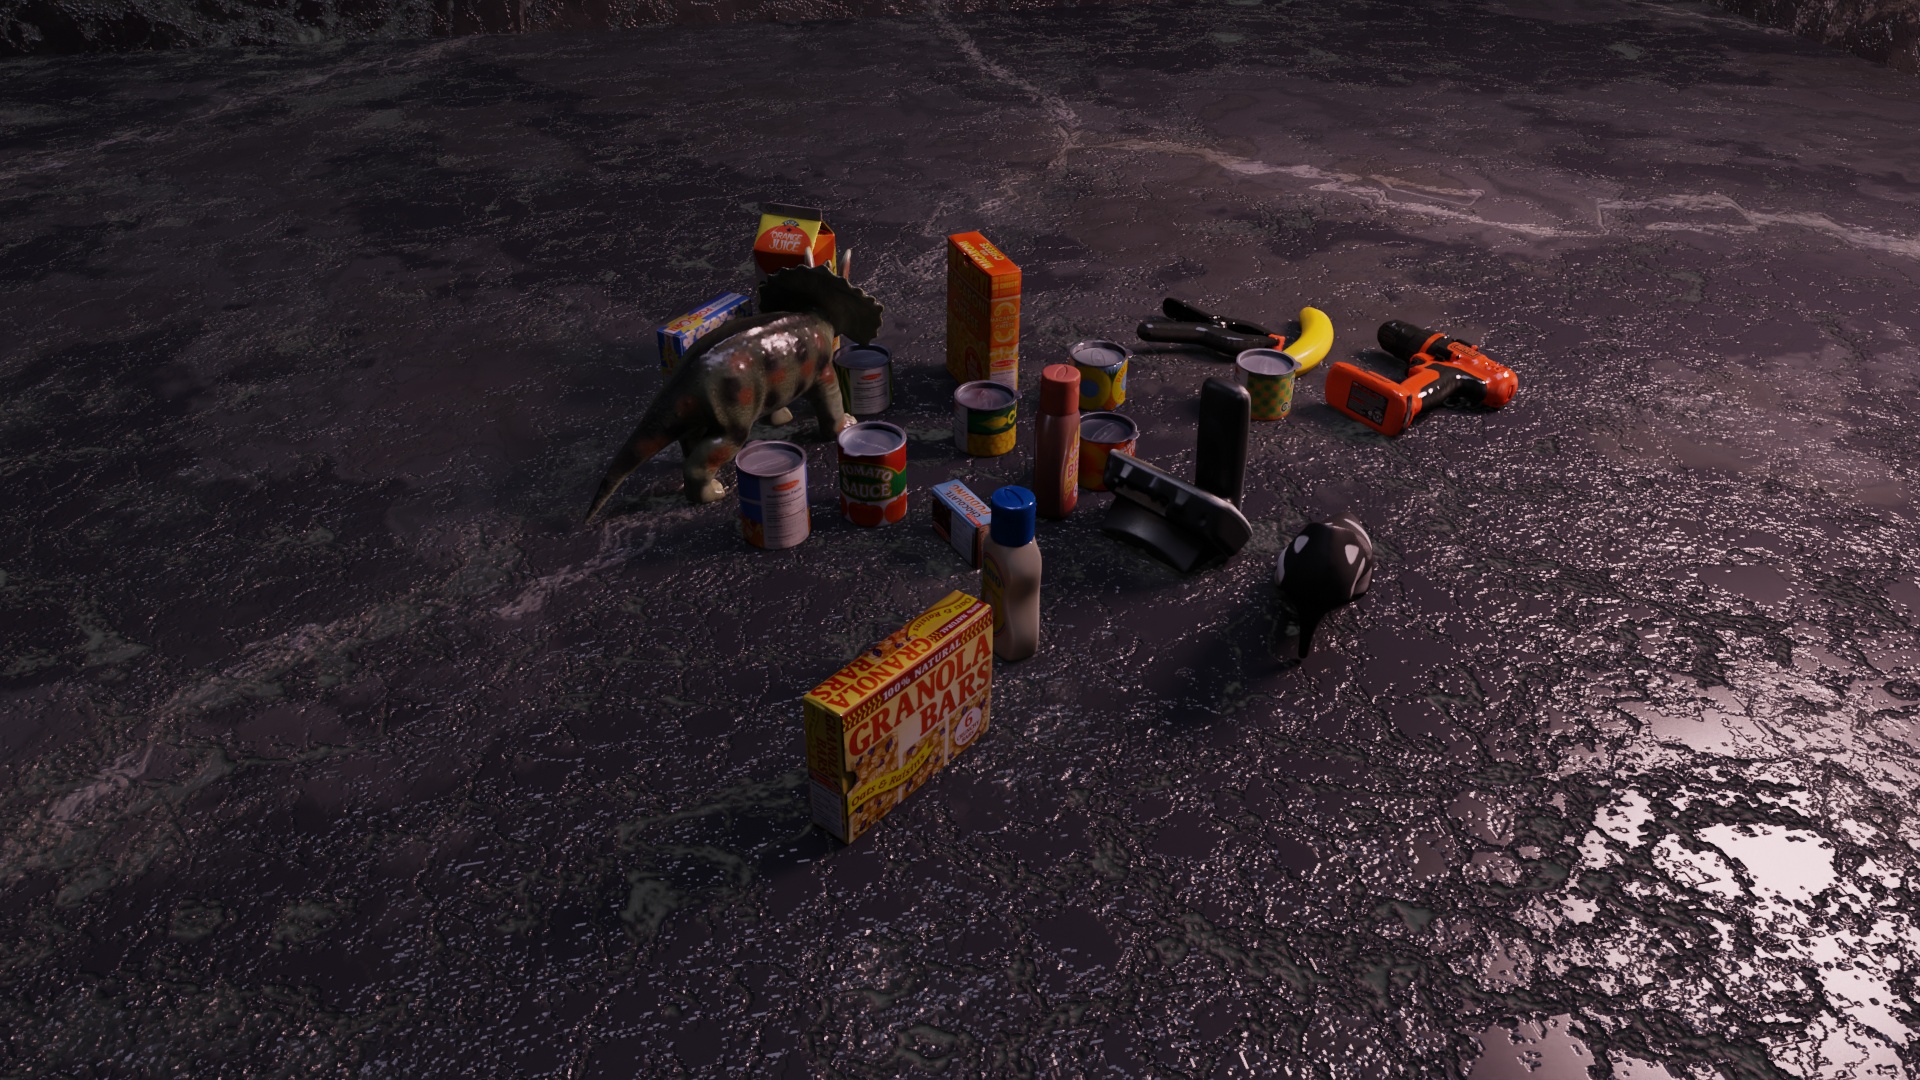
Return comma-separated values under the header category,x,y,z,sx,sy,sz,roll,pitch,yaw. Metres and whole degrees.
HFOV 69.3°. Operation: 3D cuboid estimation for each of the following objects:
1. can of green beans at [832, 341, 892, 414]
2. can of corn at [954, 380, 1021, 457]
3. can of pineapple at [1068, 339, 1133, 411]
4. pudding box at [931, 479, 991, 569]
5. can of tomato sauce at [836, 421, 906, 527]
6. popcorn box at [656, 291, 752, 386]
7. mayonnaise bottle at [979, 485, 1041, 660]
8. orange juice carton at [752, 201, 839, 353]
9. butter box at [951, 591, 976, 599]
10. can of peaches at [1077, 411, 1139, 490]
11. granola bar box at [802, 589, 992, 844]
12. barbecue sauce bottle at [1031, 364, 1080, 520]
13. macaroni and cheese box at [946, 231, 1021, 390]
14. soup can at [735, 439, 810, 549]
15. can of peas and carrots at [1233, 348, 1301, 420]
category,x,y,z,sx,sy,sz,roll,pitch,yaw
can of green beans,-0.108,-0.180,1.546,0.071,0.057,0.071,0,34,0
can of corn,0.029,-0.129,1.470,0.071,0.058,0.071,0,34,0
can of pineapple,0.155,-0.184,1.555,0.071,0.057,0.071,0,34,0
pudding box,0.005,-0.016,1.309,0.030,0.049,0.084,-18,38,-25
can of tomato sauce,-0.086,-0.063,1.348,0.071,0.082,0.071,0,34,0
popcorn box,-0.286,-0.220,1.580,0.038,0.084,0.127,18,38,25
mayonnaise bottle,0.042,0.026,1.158,0.041,0.147,0.065,-15,36,-22
orange juice carton,-0.187,-0.293,1.593,0.072,0.191,0.073,9,35,14
butter box,-0.013,0.093,1.142,0.024,0.052,0.104,11,35,16
can of peaches,0.147,-0.090,1.414,0.071,0.057,0.071,0,34,0
granola bar box,-0.042,0.128,1.025,0.039,0.123,0.166,25,41,32
barbecue sauce bottle,0.093,-0.096,1.341,0.044,0.147,0.065,10,35,14
macaroni and cheese box,0.023,-0.242,1.543,0.040,0.165,0.124,-13,36,-19
soup can,-0.178,-0.044,1.318,0.071,0.083,0.072,0,34,0
can of peas and carrots,0.338,-0.173,1.539,0.071,0.058,0.071,0,34,0
